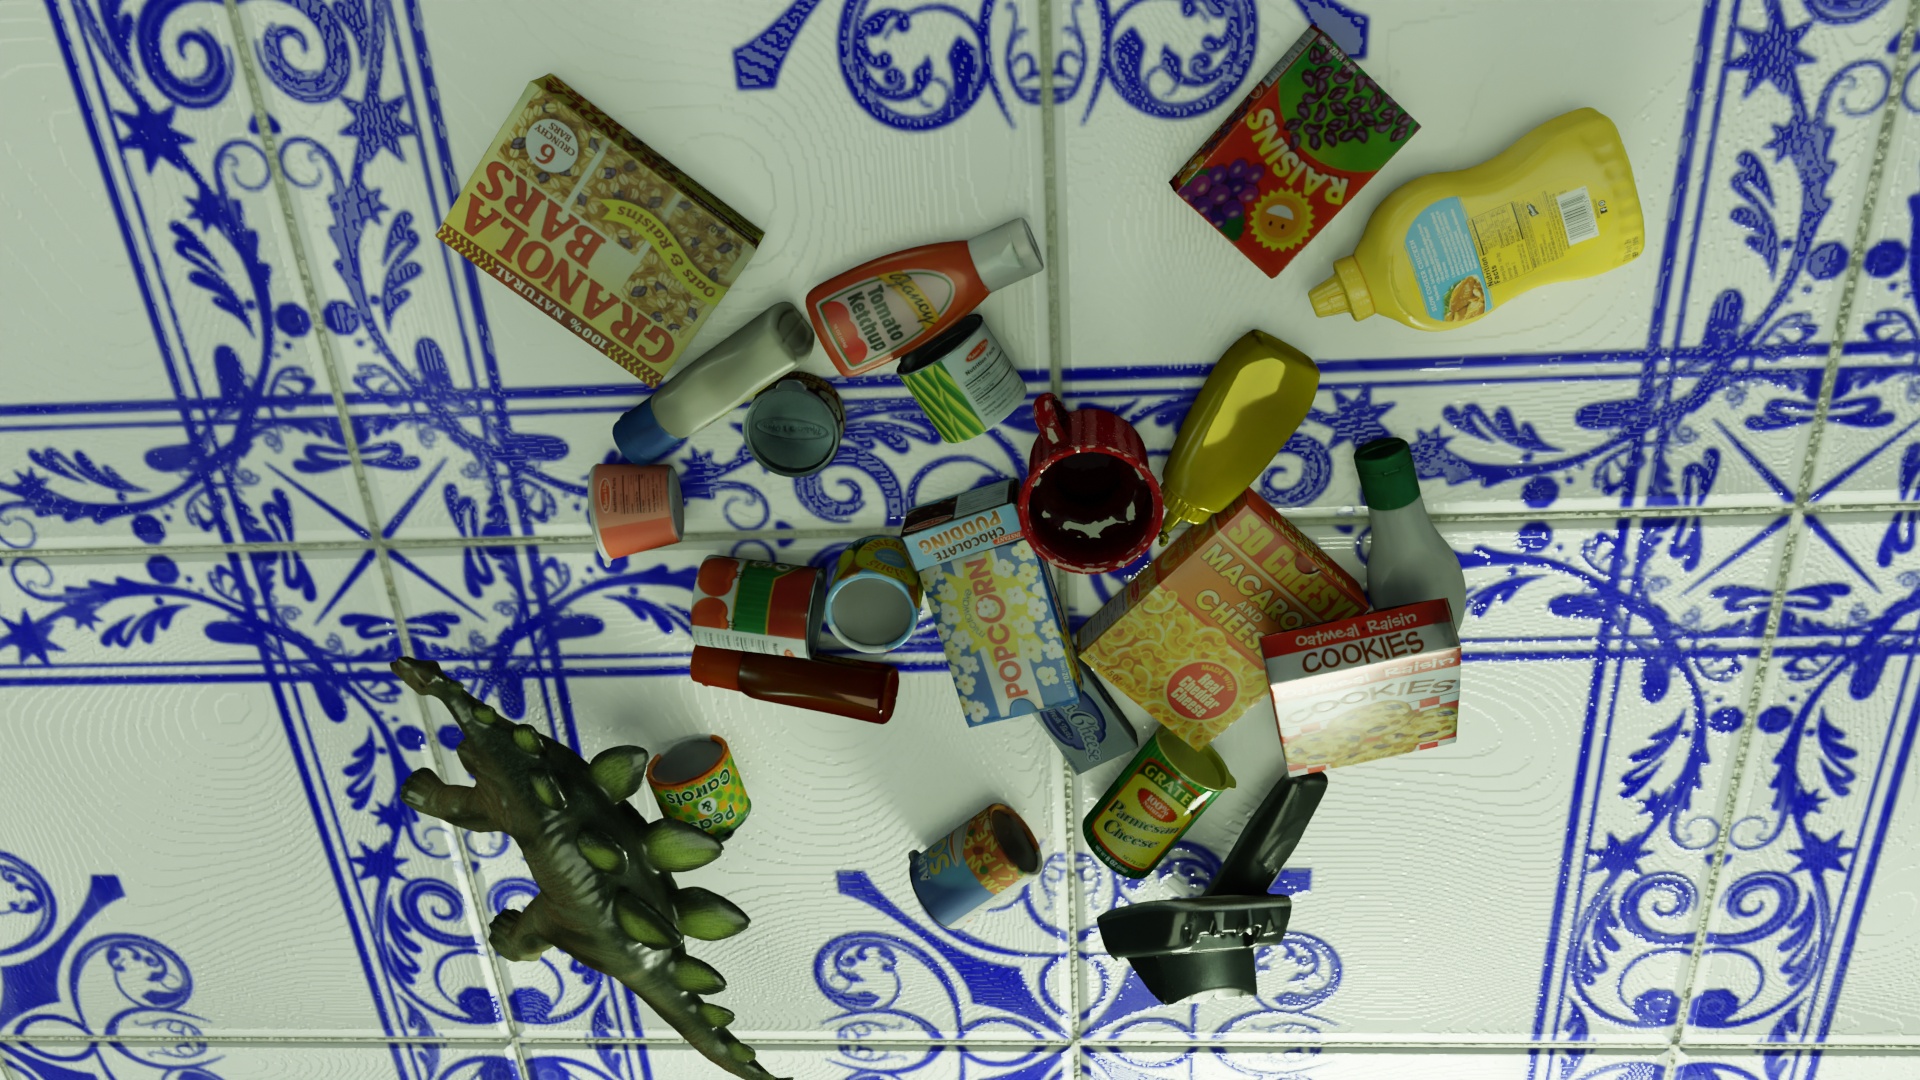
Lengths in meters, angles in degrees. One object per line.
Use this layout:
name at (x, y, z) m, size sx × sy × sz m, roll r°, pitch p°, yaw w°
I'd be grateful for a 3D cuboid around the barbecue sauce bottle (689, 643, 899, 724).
barbecue sauce bottle at (-0.122, 0.100, 1.018) m, size 0.148 × 0.064 × 0.044 m, roll 10°, pitch 80°, yaw 7°

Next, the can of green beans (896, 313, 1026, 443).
can of green beans at (0.001, -0.105, 0.902) m, size 0.071 × 0.071 × 0.057 m, roll -28°, pitch 112°, yaw 17°

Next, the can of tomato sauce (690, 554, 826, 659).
can of tomato sauce at (-0.142, 0.045, 0.986) m, size 0.083 × 0.071 × 0.070 m, roll 7°, pitch 117°, yaw 3°

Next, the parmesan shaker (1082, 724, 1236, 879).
parmesan shaker at (0.148, 0.198, 1.042) m, size 0.071 × 0.071 × 0.102 m, roll 29°, pitch 115°, yaw -11°

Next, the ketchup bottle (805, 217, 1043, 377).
ketchup bottle at (-0.021, -0.160, 0.888) m, size 0.148 × 0.044 × 0.064 m, roll -22°, pitch 109°, yaw 13°

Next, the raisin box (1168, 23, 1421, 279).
raisin box at (0.200, -0.233, 0.839) m, size 0.086 × 0.040 × 0.123 m, roll 37°, pitch 112°, yaw -15°

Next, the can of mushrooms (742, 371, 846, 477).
can of mushrooms at (-0.111, -0.081, 0.939) m, size 0.071 × 0.033 × 0.070 m, roll 2°, pitch 117°, yaw 4°

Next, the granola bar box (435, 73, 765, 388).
granola bar box at (-0.228, -0.195, 0.887) m, size 0.165 × 0.039 × 0.123 m, roll 36°, pitch 113°, yaw -14°

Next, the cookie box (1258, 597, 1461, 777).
cookie box at (0.277, 0.104, 0.958) m, size 0.123 × 0.040 × 0.166 m, roll -14°, pitch 147°, yaw 10°

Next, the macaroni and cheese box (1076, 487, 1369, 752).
macaroni and cheese box at (0.184, 0.058, 0.985) m, size 0.123 × 0.040 × 0.166 m, roll 39°, pitch 113°, yaw -16°

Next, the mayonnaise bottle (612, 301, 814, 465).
mayonnaise bottle at (-0.166, -0.101, 0.919) m, size 0.147 × 0.065 × 0.041 m, roll -31°, pitch 108°, yaw 22°

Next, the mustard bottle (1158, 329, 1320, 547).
mustard bottle at (0.172, -0.061, 0.922) m, size 0.065 × 0.049 × 0.159 m, roll 27°, pitch 116°, yaw -10°

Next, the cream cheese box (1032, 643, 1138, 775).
cream cheese box at (0.083, 0.124, 1.034) m, size 0.053 × 0.024 × 0.103 m, roll -30°, pitch 111°, yaw 16°

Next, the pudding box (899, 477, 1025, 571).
pudding box at (0.003, -0.012, 0.957) m, size 0.083 × 0.050 × 0.030 m, roll -17°, pitch 113°, yaw 11°

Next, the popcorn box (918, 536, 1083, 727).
popcorn box at (0.029, 0.060, 0.982) m, size 0.085 × 0.038 × 0.126 m, roll -15°, pitch 101°, yaw 13°

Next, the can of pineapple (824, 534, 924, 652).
can of pineapple at (-0.059, 0.036, 0.981) m, size 0.071 × 0.058 × 0.070 m, roll 2°, pitch 116°, yaw 3°

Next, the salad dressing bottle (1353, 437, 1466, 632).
salad dressing bottle at (0.304, 0.002, 0.948) m, size 0.064 × 0.044 × 0.147 m, roll -18°, pitch 113°, yaw 8°

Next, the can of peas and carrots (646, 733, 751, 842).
can of peas and carrots at (-0.199, 0.191, 1.060) m, size 0.071 × 0.071 × 0.058 m, roll -12°, pitch 115°, yaw 10°

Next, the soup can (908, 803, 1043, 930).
soup can at (0.011, 0.251, 1.080) m, size 0.083 × 0.072 × 0.071 m, roll -38°, pitch 108°, yaw 19°

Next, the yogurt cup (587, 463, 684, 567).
yogurt cup at (-0.223, -0.022, 0.960) m, size 0.054 × 0.073 × 0.072 m, roll -7°, pitch 116°, yaw -2°
